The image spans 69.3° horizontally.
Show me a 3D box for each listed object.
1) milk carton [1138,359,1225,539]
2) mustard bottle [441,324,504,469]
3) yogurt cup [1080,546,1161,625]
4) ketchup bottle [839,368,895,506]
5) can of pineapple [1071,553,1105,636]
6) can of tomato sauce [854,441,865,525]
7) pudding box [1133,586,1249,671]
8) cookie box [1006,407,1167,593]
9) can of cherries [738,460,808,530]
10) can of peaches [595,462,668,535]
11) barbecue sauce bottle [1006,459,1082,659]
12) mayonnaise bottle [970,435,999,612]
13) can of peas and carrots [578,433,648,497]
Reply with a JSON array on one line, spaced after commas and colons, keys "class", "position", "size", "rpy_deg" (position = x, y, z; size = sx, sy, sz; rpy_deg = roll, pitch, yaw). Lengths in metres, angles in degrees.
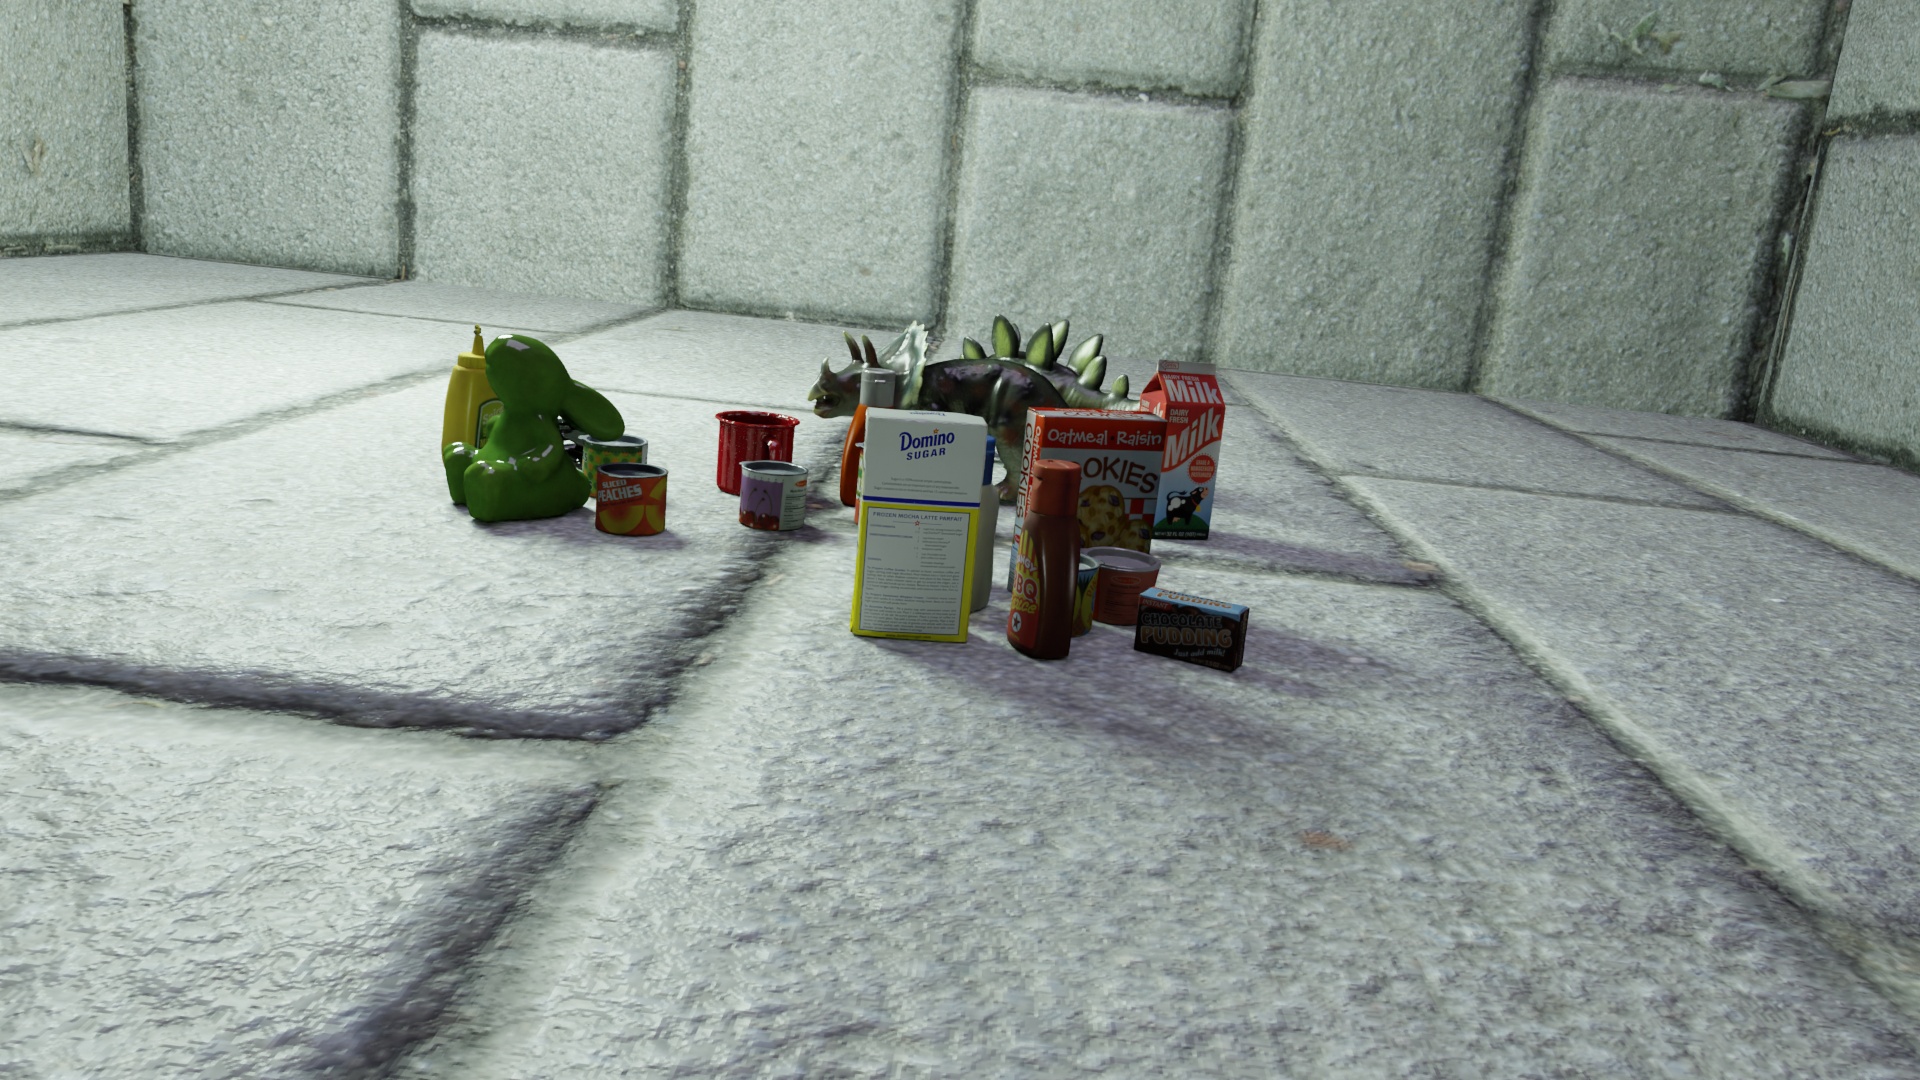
[{"class": "milk carton", "position": [0.236, -0.101, 1.520], "size": [0.072, 0.190, 0.073], "rpy_deg": [2, 14, -17]}, {"class": "mustard bottle", "position": [-0.503, -0.144, 1.442], "size": [0.049, 0.159, 0.065], "rpy_deg": [11, 14, 20]}, {"class": "yogurt cup", "position": [0.135, 0.040, 1.192], "size": [0.072, 0.053, 0.072], "rpy_deg": [6, 14, -1]}, {"class": "ketchup bottle", "position": [-0.094, -0.111, 1.506], "size": [0.065, 0.148, 0.043], "rpy_deg": [3, 14, -12]}, {"class": "can of pineapple", "position": [0.081, 0.043, 1.147], "size": [0.071, 0.057, 0.071], "rpy_deg": [6, 14, -1]}, {"class": "can of tomato sauce", "position": [-0.075, -0.056, 1.429], "size": [0.071, 0.083, 0.071], "rpy_deg": [6, 13, -1]}, {"class": "pudding box", "position": [0.183, 0.069, 1.101], "size": [0.084, 0.049, 0.030], "rpy_deg": [12, 15, 24]}, {"class": "cookie box", "position": [0.112, -0.032, 1.236], "size": [0.123, 0.167, 0.040], "rpy_deg": [0, 14, -23]}, {"class": "can of cherries", "position": [-0.190, -0.046, 1.390], "size": [0.071, 0.058, 0.071], "rpy_deg": [6, 14, -1]}, {"class": "can of peaches", "position": [-0.312, -0.039, 1.313], "size": [0.071, 0.058, 0.071], "rpy_deg": [6, 14, -1]}, {"class": "barbecue sauce bottle", "position": [0.068, 0.013, 1.073], "size": [0.044, 0.148, 0.065], "rpy_deg": [0, 14, -23]}, {"class": "mayonnaise bottle", "position": [0.004, -0.015, 1.159], "size": [0.041, 0.147, 0.065], "rpy_deg": [15, 16, 35]}, {"class": "can of peas and carrots", "position": [-0.362, -0.077, 1.445], "size": [0.071, 0.058, 0.071], "rpy_deg": [6, 14, -1]}]
